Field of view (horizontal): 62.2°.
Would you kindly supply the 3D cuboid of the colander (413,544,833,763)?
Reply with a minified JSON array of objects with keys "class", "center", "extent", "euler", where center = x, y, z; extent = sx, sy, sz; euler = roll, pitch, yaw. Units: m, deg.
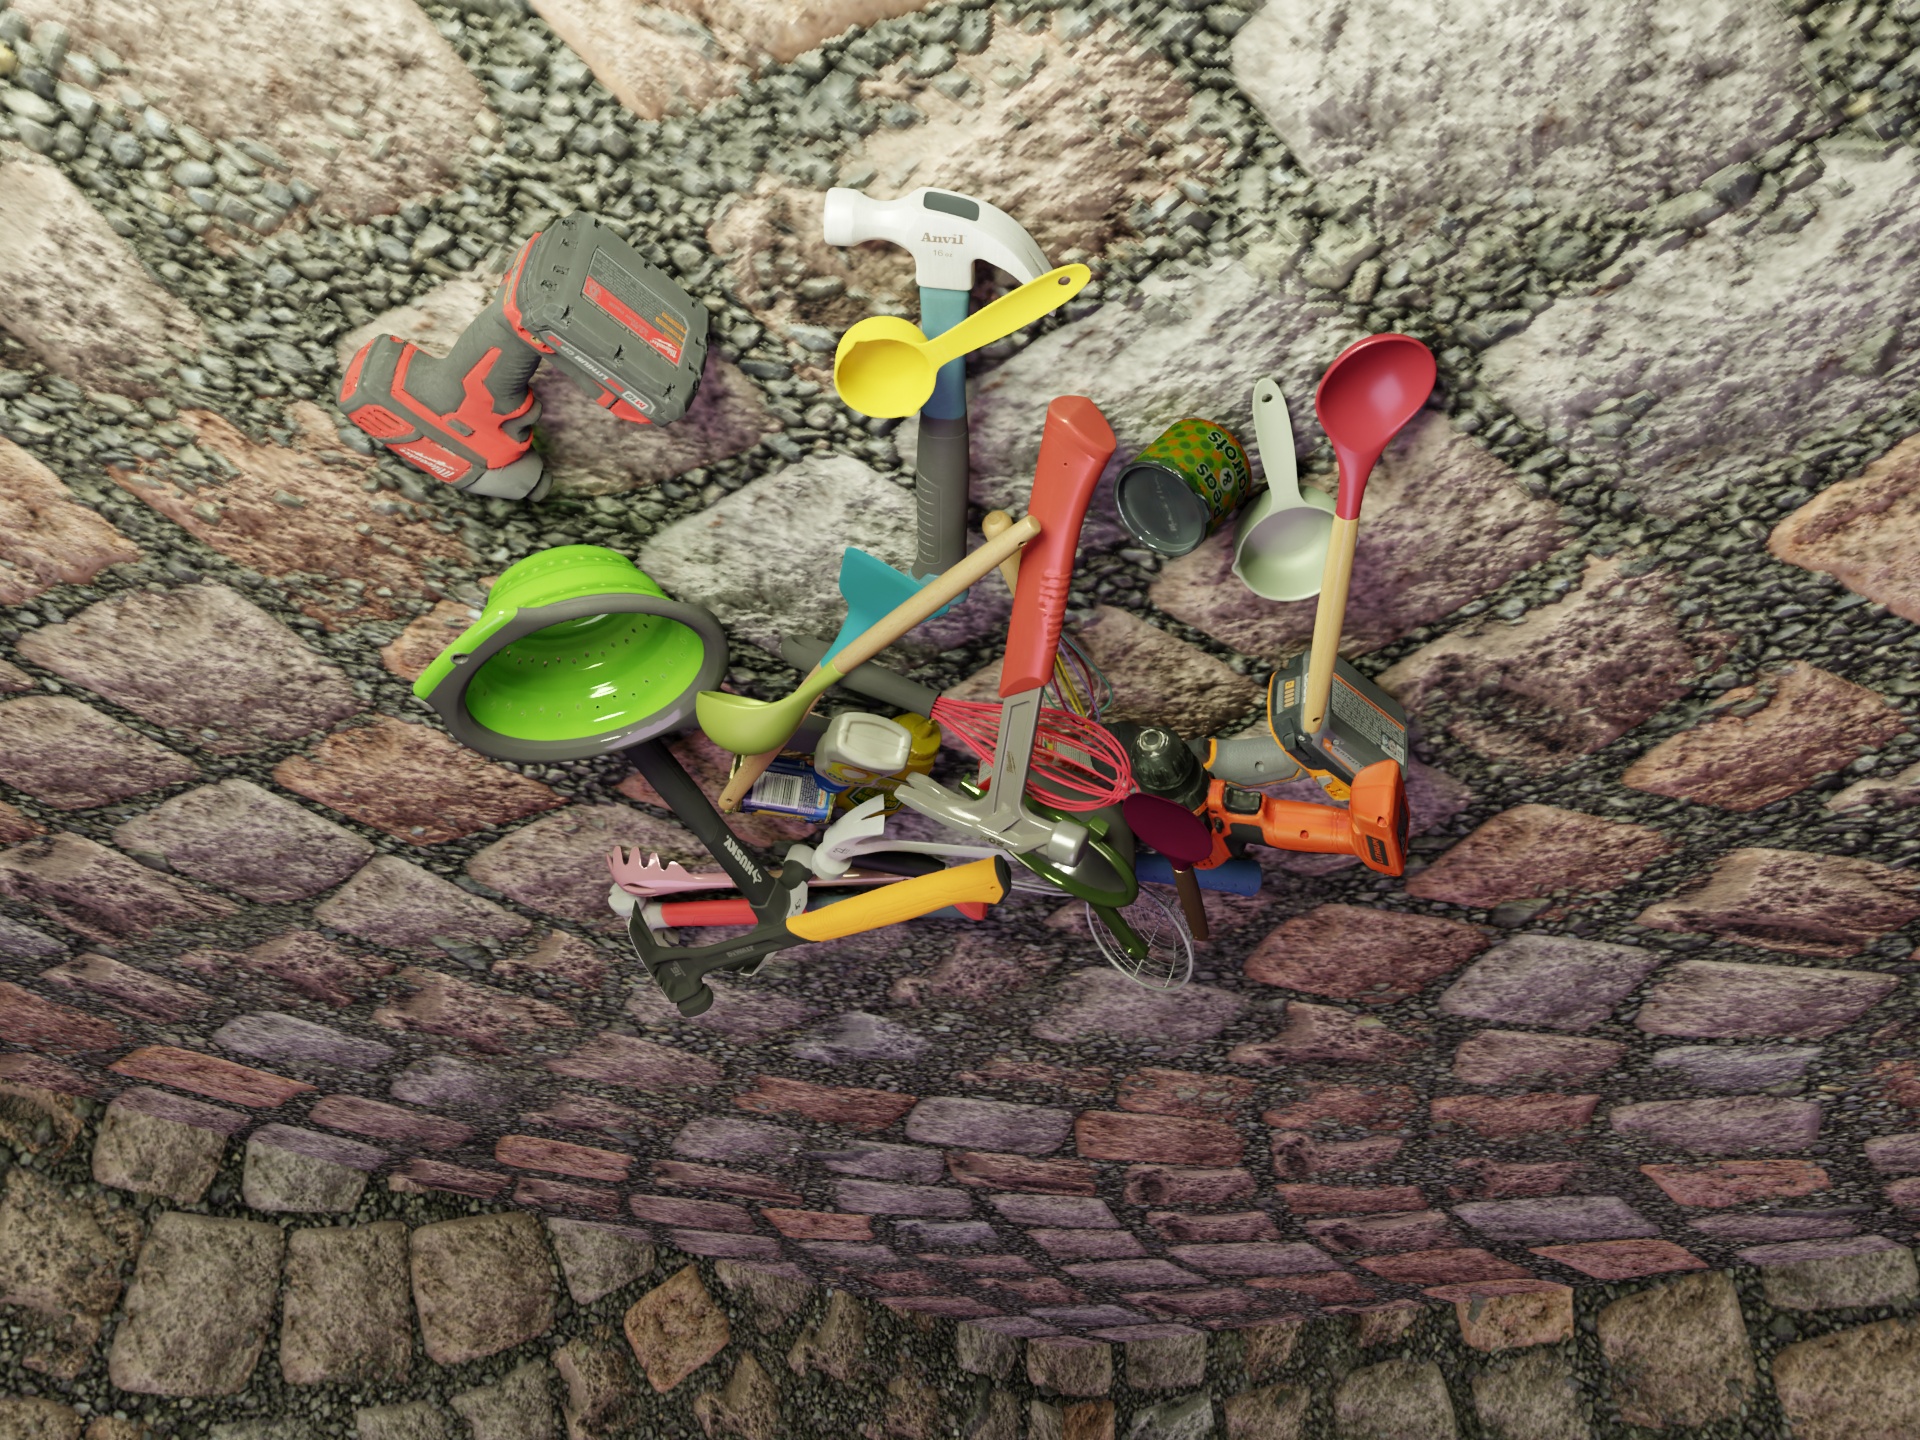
[{"class":"colander","center":[-0.227,-0.045,1.208],"extent":[0.204,0.095,0.396],"euler":[-36,150,27]}]

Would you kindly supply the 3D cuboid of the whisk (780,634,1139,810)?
[{"class":"whisk","center":[-0.002,-0.004,1.202],"extent":[0.296,0.073,0.073],"euler":[23,150,8]}]

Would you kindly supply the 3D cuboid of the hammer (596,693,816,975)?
[{"class":"hammer","center":[-0.230,0.091,1.402],"extent":[0.035,0.146,0.334],"euler":[3,143,30]}]

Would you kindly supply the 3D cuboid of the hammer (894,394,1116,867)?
[{"class":"hammer","center":[0.040,-0.055,1.078],"extent":[0.149,0.037,0.358],"euler":[21,131,16]}]

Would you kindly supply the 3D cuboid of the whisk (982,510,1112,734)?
[{"class":"whisk","center":[0.063,-0.065,1.160],"extent":[0.051,0.047,0.244],"euler":[-5,144,19]}]

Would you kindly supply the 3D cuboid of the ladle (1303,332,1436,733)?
[{"class":"ladle","center":[0.243,-0.109,1.004],"extent":[0.069,0.031,0.315],"euler":[-3,133,-2]}]

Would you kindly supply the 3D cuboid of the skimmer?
[{"class":"skimmer","center":[0.043,0.178,1.512],"extent":[0.363,0.090,0.127],"euler":[11,138,-6]}]

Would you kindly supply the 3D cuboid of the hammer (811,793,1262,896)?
[{"class":"hammer","center":[0.080,0.123,1.420],"extent":[0.405,0.035,0.144],"euler":[6,155,-15]}]

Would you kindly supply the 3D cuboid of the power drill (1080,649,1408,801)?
[{"class":"power drill","center":[0.213,0.022,1.245],"extent":[0.164,0.084,0.226],"euler":[32,144,-33]}]

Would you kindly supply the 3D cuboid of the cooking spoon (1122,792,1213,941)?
[{"class":"cooking spoon","center":[0.174,0.119,1.237],"extent":[0.069,0.017,0.318],"euler":[18,161,21]}]

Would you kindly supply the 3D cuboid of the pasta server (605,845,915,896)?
[{"class":"pasta server","center":[-0.197,0.150,1.574],"extent":[0.316,0.040,0.060],"euler":[-2,148,5]}]

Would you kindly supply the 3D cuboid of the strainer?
[{"class":"strainer","center":[0.116,0.114,1.330],"extent":[0.152,0.069,0.256],"euler":[16,154,41]}]

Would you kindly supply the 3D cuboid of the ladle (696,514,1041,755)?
[{"class":"ladle","center":[-0.068,-0.061,1.083],"extent":[0.320,0.062,0.078],"euler":[-33,153,34]}]

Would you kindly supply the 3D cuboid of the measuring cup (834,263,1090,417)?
[{"class":"measuring cup","center":[0.000,-0.218,0.877],"extent":[0.156,0.029,0.062],"euler":[-23,137,20]}]

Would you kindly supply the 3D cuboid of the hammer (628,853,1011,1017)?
[{"class":"hammer","center":[-0.119,0.170,1.380],"extent":[0.337,0.034,0.127],"euler":[-17,125,12]}]

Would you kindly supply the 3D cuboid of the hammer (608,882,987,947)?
[{"class":"hammer","center":[-0.158,0.201,1.637],"extent":[0.386,0.038,0.143],"euler":[-4,149,15]}]

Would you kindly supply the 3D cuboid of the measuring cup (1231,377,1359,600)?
[{"class":"measuring cup","center":[0.203,-0.151,1.009],"extent":[0.083,0.038,0.167],"euler":[-13,129,9]}]

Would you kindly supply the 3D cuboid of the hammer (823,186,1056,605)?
[{"class":"hammer","center":[-0.012,-0.182,0.977],"extent":[0.128,0.033,0.330],"euler":[5,146,2]}]

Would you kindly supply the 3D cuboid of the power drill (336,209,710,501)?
[{"class":"power drill","center":[-0.260,-0.202,0.960],"extent":[0.219,0.079,0.143],"euler":[-17,142,37]}]

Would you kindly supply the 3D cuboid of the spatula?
[{"class":"spatula","center":[-0.115,-0.019,1.190],"extent":[0.082,0.044,0.317],"euler":[31,130,-12]}]
